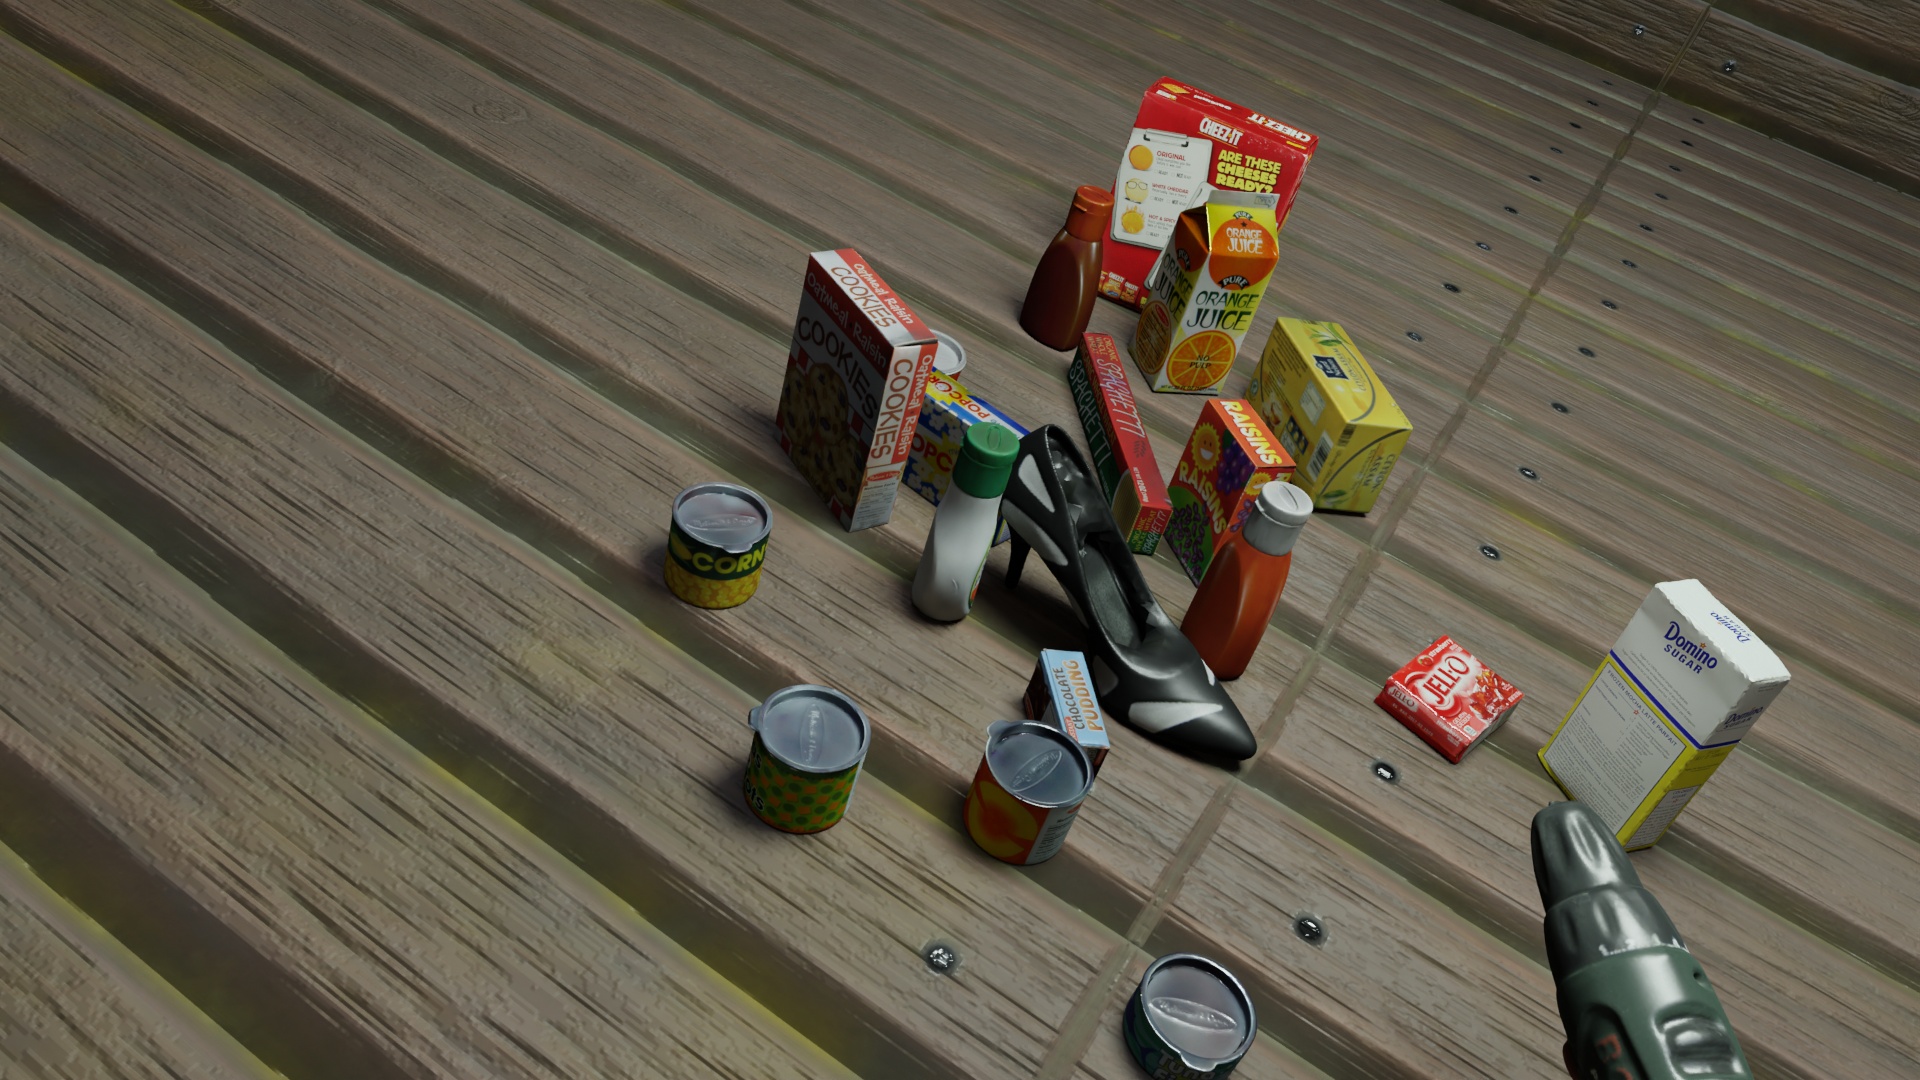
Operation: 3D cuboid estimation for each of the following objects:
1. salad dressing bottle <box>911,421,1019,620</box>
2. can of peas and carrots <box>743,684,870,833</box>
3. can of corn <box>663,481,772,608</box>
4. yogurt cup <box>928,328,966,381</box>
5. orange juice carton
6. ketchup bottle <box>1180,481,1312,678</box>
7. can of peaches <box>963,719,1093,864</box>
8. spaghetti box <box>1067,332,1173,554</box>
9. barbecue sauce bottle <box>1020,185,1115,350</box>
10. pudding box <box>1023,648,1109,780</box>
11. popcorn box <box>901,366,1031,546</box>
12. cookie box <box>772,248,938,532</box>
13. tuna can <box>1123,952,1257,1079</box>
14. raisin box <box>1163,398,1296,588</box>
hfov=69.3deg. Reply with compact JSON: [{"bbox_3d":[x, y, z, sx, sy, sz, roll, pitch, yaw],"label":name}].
[{"bbox_3d":[0.003,-0.012,0.944,0.044,0.146,0.064,14,38,-5],"label":"salad dressing bottle"},{"bbox_3d":[-0.093,0.127,0.809,0.071,0.058,0.071,11,39,-9],"label":"can of peas and carrots"},{"bbox_3d":[-0.162,0.005,0.930,0.071,0.058,0.071,11,39,-9],"label":"can of corn"},{"bbox_3d":[-0.034,-0.138,1.158,0.072,0.053,0.073,11,39,-9],"label":"yogurt cup"},{"bbox_3d":[0.224,-0.230,1.258,0.072,0.191,0.073,0,41,-21],"label":"orange juice carton"},{"bbox_3d":[0.201,0.026,0.974,0.043,0.148,0.065,2,41,-19],"label":"ketchup bottle"},{"bbox_3d":[0.038,0.150,0.833,0.071,0.057,0.071,11,39,-9],"label":"can of peaches"},{"bbox_3d":[0.130,-0.088,1.165,0.029,0.049,0.251,6,40,-14],"label":"spaghetti box"},{"bbox_3d":[0.102,-0.250,1.271,0.065,0.147,0.044,38,42,24],"label":"barbecue sauce bottle"},{"bbox_3d":[0.067,0.116,0.893,0.030,0.049,0.084,5,40,-16],"label":"pudding box"},{"bbox_3d":[0.000,-0.066,1.058,0.127,0.084,0.038,37,42,22],"label":"popcorn box"},{"bbox_3d":[-0.080,-0.110,1.014,0.040,0.166,0.123,-13,48,-34],"label":"cookie box"},{"bbox_3d":[0.123,0.262,0.751,0.071,0.032,0.071,11,39,-9],"label":"tuna can"},{"bbox_3d":[0.202,-0.036,1.070,0.040,0.122,0.086,-1,42,-23],"label":"raisin box"}]
